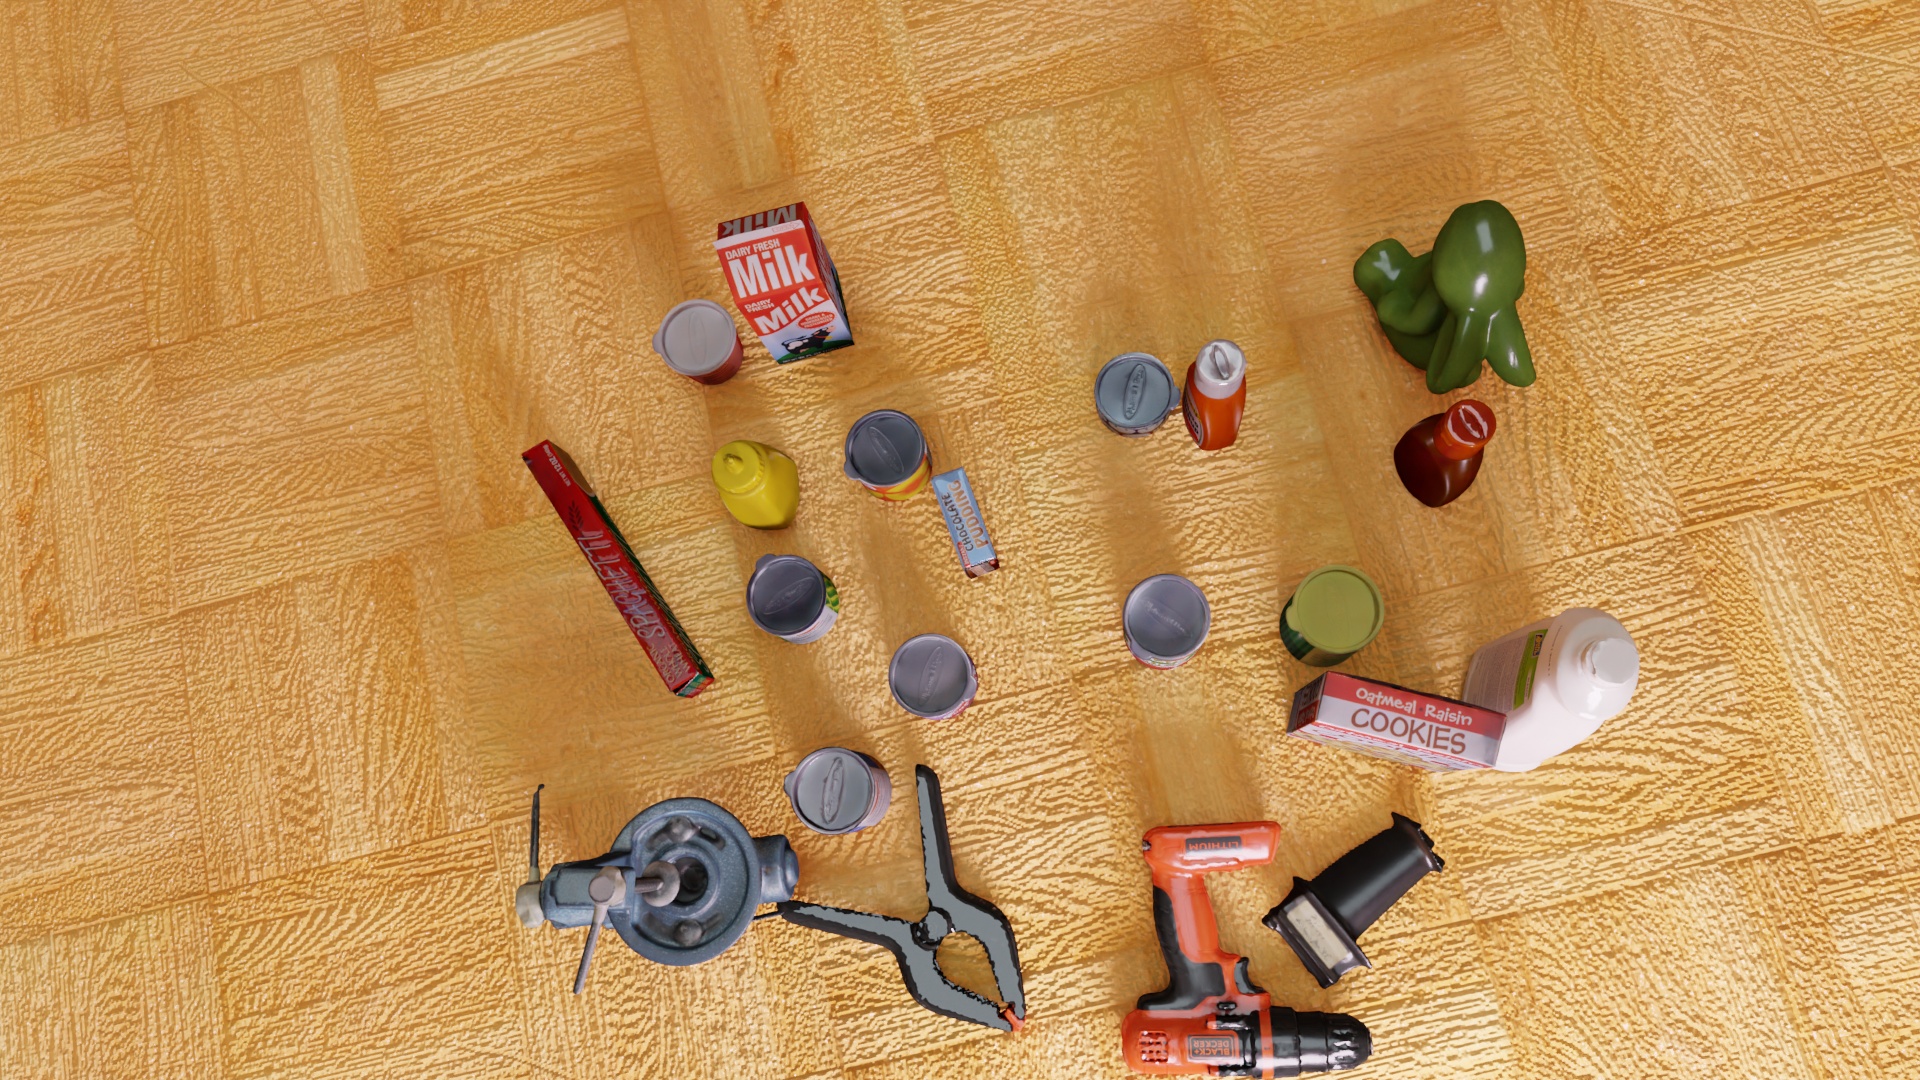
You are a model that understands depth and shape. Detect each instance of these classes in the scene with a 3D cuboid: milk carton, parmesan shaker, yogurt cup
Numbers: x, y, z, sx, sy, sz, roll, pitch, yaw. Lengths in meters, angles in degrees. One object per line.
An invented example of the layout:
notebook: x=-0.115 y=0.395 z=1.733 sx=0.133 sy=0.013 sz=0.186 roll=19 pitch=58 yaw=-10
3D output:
milk carton: x=-0.143 y=-0.213 z=1.128 sx=0.072 sy=0.190 sz=0.073 roll=-15 pitch=78 yaw=3
parmesan shaker: x=0.280 y=0.060 z=1.069 sx=0.071 sy=0.103 sz=0.071 roll=-1 pitch=79 yaw=6
yogurt cup: x=-0.220 y=-0.167 z=1.197 sx=0.072 sy=0.054 sz=0.072 roll=-1 pitch=78 yaw=6

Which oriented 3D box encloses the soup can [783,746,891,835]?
soup can: x=-0.095 y=0.196 z=1.092 sx=0.071 sy=0.083 sz=0.071 roll=-1 pitch=79 yaw=6

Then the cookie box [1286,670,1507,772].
cookie box: x=0.313 y=0.134 z=1.017 sx=0.123 sy=0.167 sz=0.040 roll=13 pitch=81 yaw=9

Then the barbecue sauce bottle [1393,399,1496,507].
barbecue sauce bottle: x=0.372 y=-0.070 z=1.062 sx=0.044 sy=0.148 sz=0.065 roll=-30 pitch=77 yaw=0

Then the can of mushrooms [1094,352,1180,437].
can of mushrooms: x=0.147 y=-0.120 z=1.157 sx=0.071 sy=0.033 sz=0.071 roll=-1 pitch=78 yaw=6

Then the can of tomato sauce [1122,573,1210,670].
can of tomato sauce: x=0.160 y=0.067 z=1.091 sx=0.071 sy=0.083 sz=0.071 roll=-1 pitch=79 yaw=6

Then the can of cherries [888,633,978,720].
can of cherries: x=-0.019 y=0.112 z=1.114 sx=0.071 sy=0.058 sz=0.071 roll=-1 pitch=78 yaw=6

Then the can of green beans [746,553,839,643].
can of green beans: x=-0.137 y=0.049 z=1.140 sx=0.071 sy=0.057 sz=0.071 roll=-1 pitch=78 yaw=6

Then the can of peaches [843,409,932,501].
can of peaches: x=-0.061 y=-0.069 z=1.156 sx=0.071 sy=0.058 sz=0.071 roll=-1 pitch=78 yaw=6

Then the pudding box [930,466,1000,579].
pudding box: x=0.004 y=-0.014 z=1.142 sx=0.030 sy=0.049 sz=0.084 roll=-20 pitch=77 yaw=2

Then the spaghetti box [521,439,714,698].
spaghetti box: x=-0.287 y=0.024 z=1.166 sx=0.029 sy=0.050 sz=0.250 roll=-35 pitch=77 yaw=-1

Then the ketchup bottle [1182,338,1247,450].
ketchup bottle: x=0.200 y=-0.118 z=1.091 sx=0.043 sy=0.148 sz=0.065 roll=-16 pitch=78 yaw=3

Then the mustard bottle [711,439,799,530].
mustard bottle: x=-0.167 y=-0.050 z=1.112 sx=0.049 sy=0.160 sz=0.065 roll=4 pitch=79 yaw=7
